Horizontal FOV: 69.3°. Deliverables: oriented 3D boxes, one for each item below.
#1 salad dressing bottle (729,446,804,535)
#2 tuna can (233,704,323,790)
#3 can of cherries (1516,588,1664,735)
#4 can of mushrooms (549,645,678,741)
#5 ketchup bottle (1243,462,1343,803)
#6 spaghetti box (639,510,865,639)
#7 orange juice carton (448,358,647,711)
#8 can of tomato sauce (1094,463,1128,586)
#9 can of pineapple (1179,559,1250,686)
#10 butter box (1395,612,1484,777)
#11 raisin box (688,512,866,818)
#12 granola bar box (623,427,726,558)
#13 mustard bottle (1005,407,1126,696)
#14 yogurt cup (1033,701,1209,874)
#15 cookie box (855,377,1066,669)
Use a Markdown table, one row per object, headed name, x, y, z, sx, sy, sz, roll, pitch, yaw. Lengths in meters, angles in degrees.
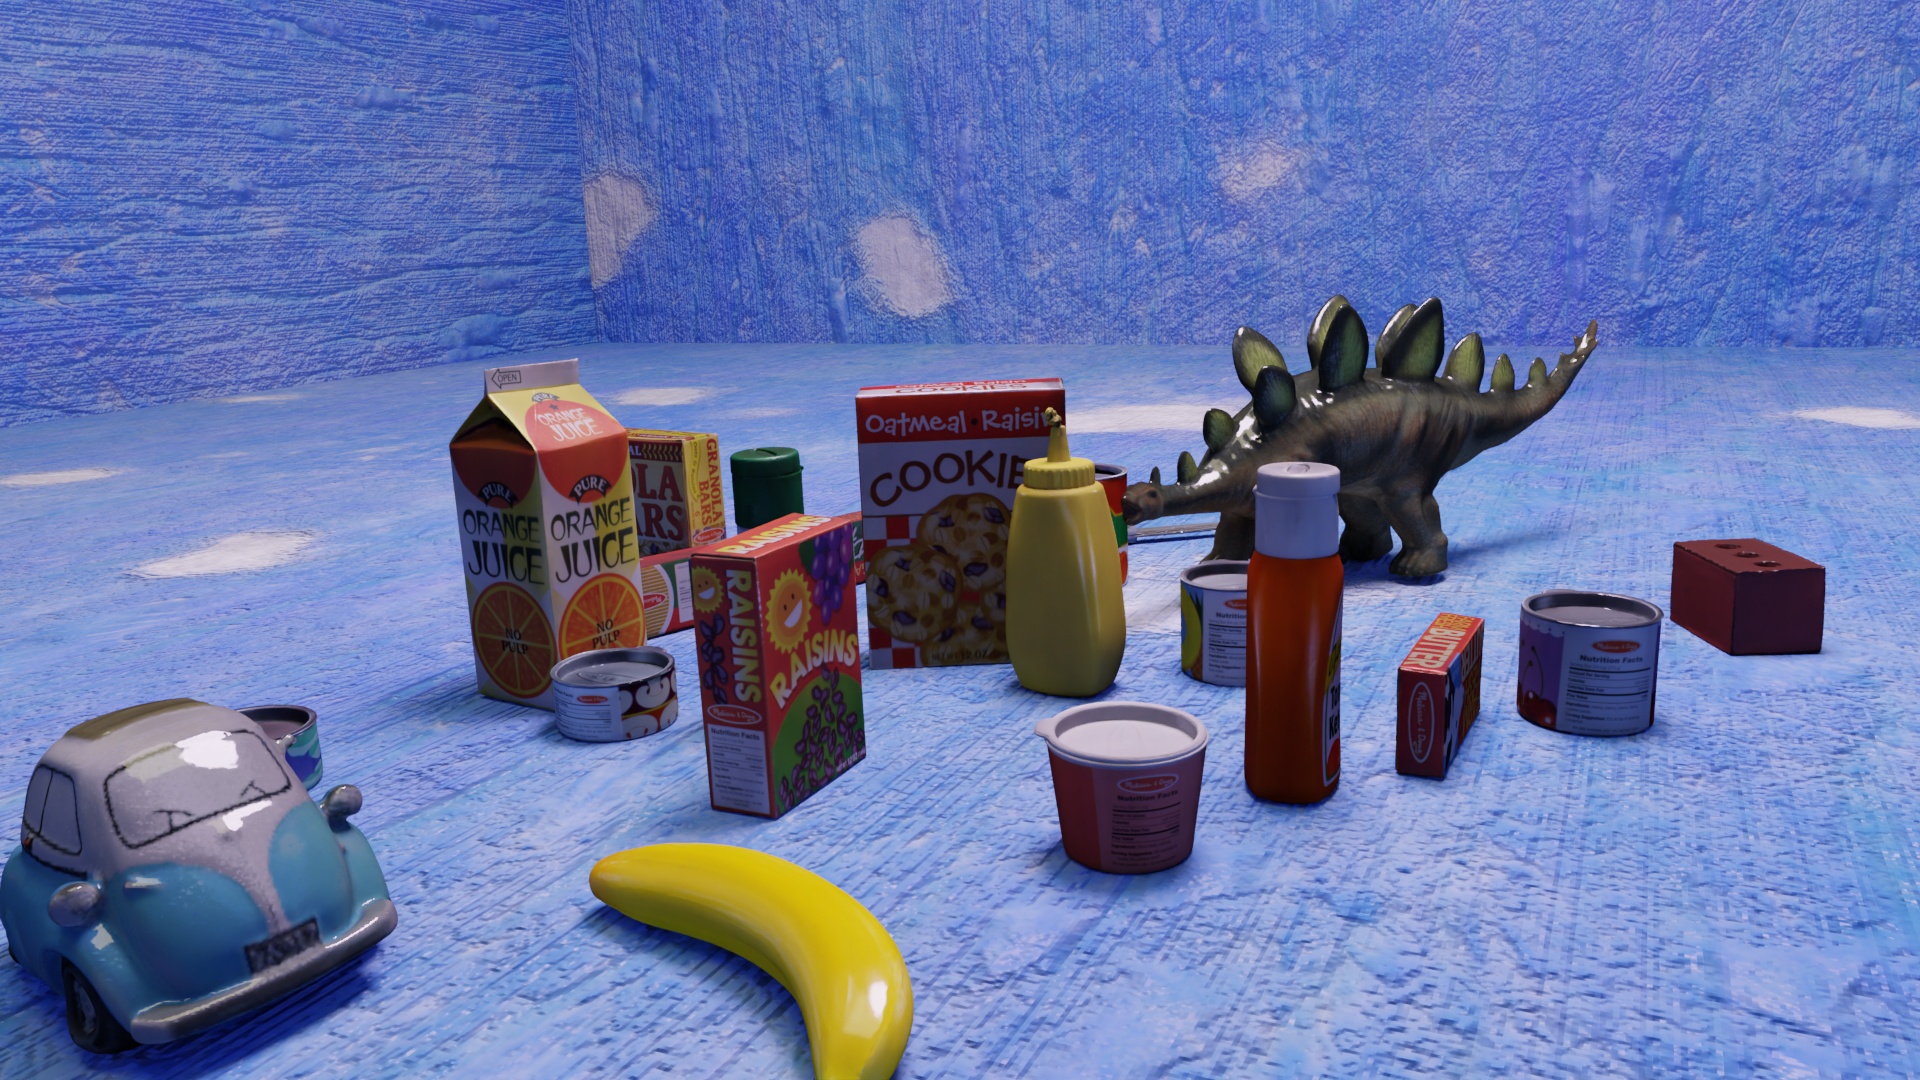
| name | x | y | z | sx | sy | sz | roll | pitch | yaw |
| --- | --- | --- | --- | --- | --- | --- | --- | --- | --- |
| salad dressing bottle | -0.099 | 0.025 | 0.741 | 0.044 | 0.147 | 0.064 | -9 | 14 | -26 |
| tuna can | -0.352 | 0.108 | 0.683 | 0.071 | 0.032 | 0.071 | -2 | 13 | 1 |
| can of cherries | 0.320 | 0.061 | 0.711 | 0.071 | 0.058 | 0.071 | -2 | 13 | 1 |
| can of mushrooms | -0.187 | 0.083 | 0.759 | 0.071 | 0.033 | 0.071 | -2 | 13 | 1 |
| ketchup bottle | 0.152 | 0.040 | 0.632 | 0.043 | 0.148 | 0.065 | 2 | 13 | 19 |
| spaghetti box | -0.149 | 0.023 | 0.973 | 0.251 | 0.050 | 0.028 | -14 | 17 | -42 |
| orange juice carton | -0.237 | -0.006 | 0.800 | 0.073 | 0.192 | 0.072 | 5 | 15 | 31 |
| can of tomato sauce | 0.087 | -0.009 | 1.001 | 0.071 | 0.083 | 0.071 | -2 | 13 | 1 |
| can of pineapple | 0.160 | 0.046 | 0.803 | 0.071 | 0.057 | 0.071 | -2 | 13 | 1 |
| butter box | 0.236 | 0.074 | 0.683 | 0.024 | 0.053 | 0.104 | 5 | 15 | 29 |
| raisin box | -0.084 | 0.056 | 0.658 | 0.040 | 0.123 | 0.086 | 4 | 14 | 27 |
| granola bar box | -0.245 | -0.019 | 1.010 | 0.165 | 0.124 | 0.039 | 6 | 15 | 32 |
| mustard bottle | 0.058 | 0.005 | 0.773 | 0.065 | 0.159 | 0.049 | 5 | 14 | 30 |
| yogurt cup | 0.070 | 0.103 | 0.582 | 0.072 | 0.053 | 0.072 | -2 | 13 | 1 |
| cookie box | 0.003 | -0.010 | 0.833 | 0.123 | 0.167 | 0.040 | -2 | 12 | -1 |
